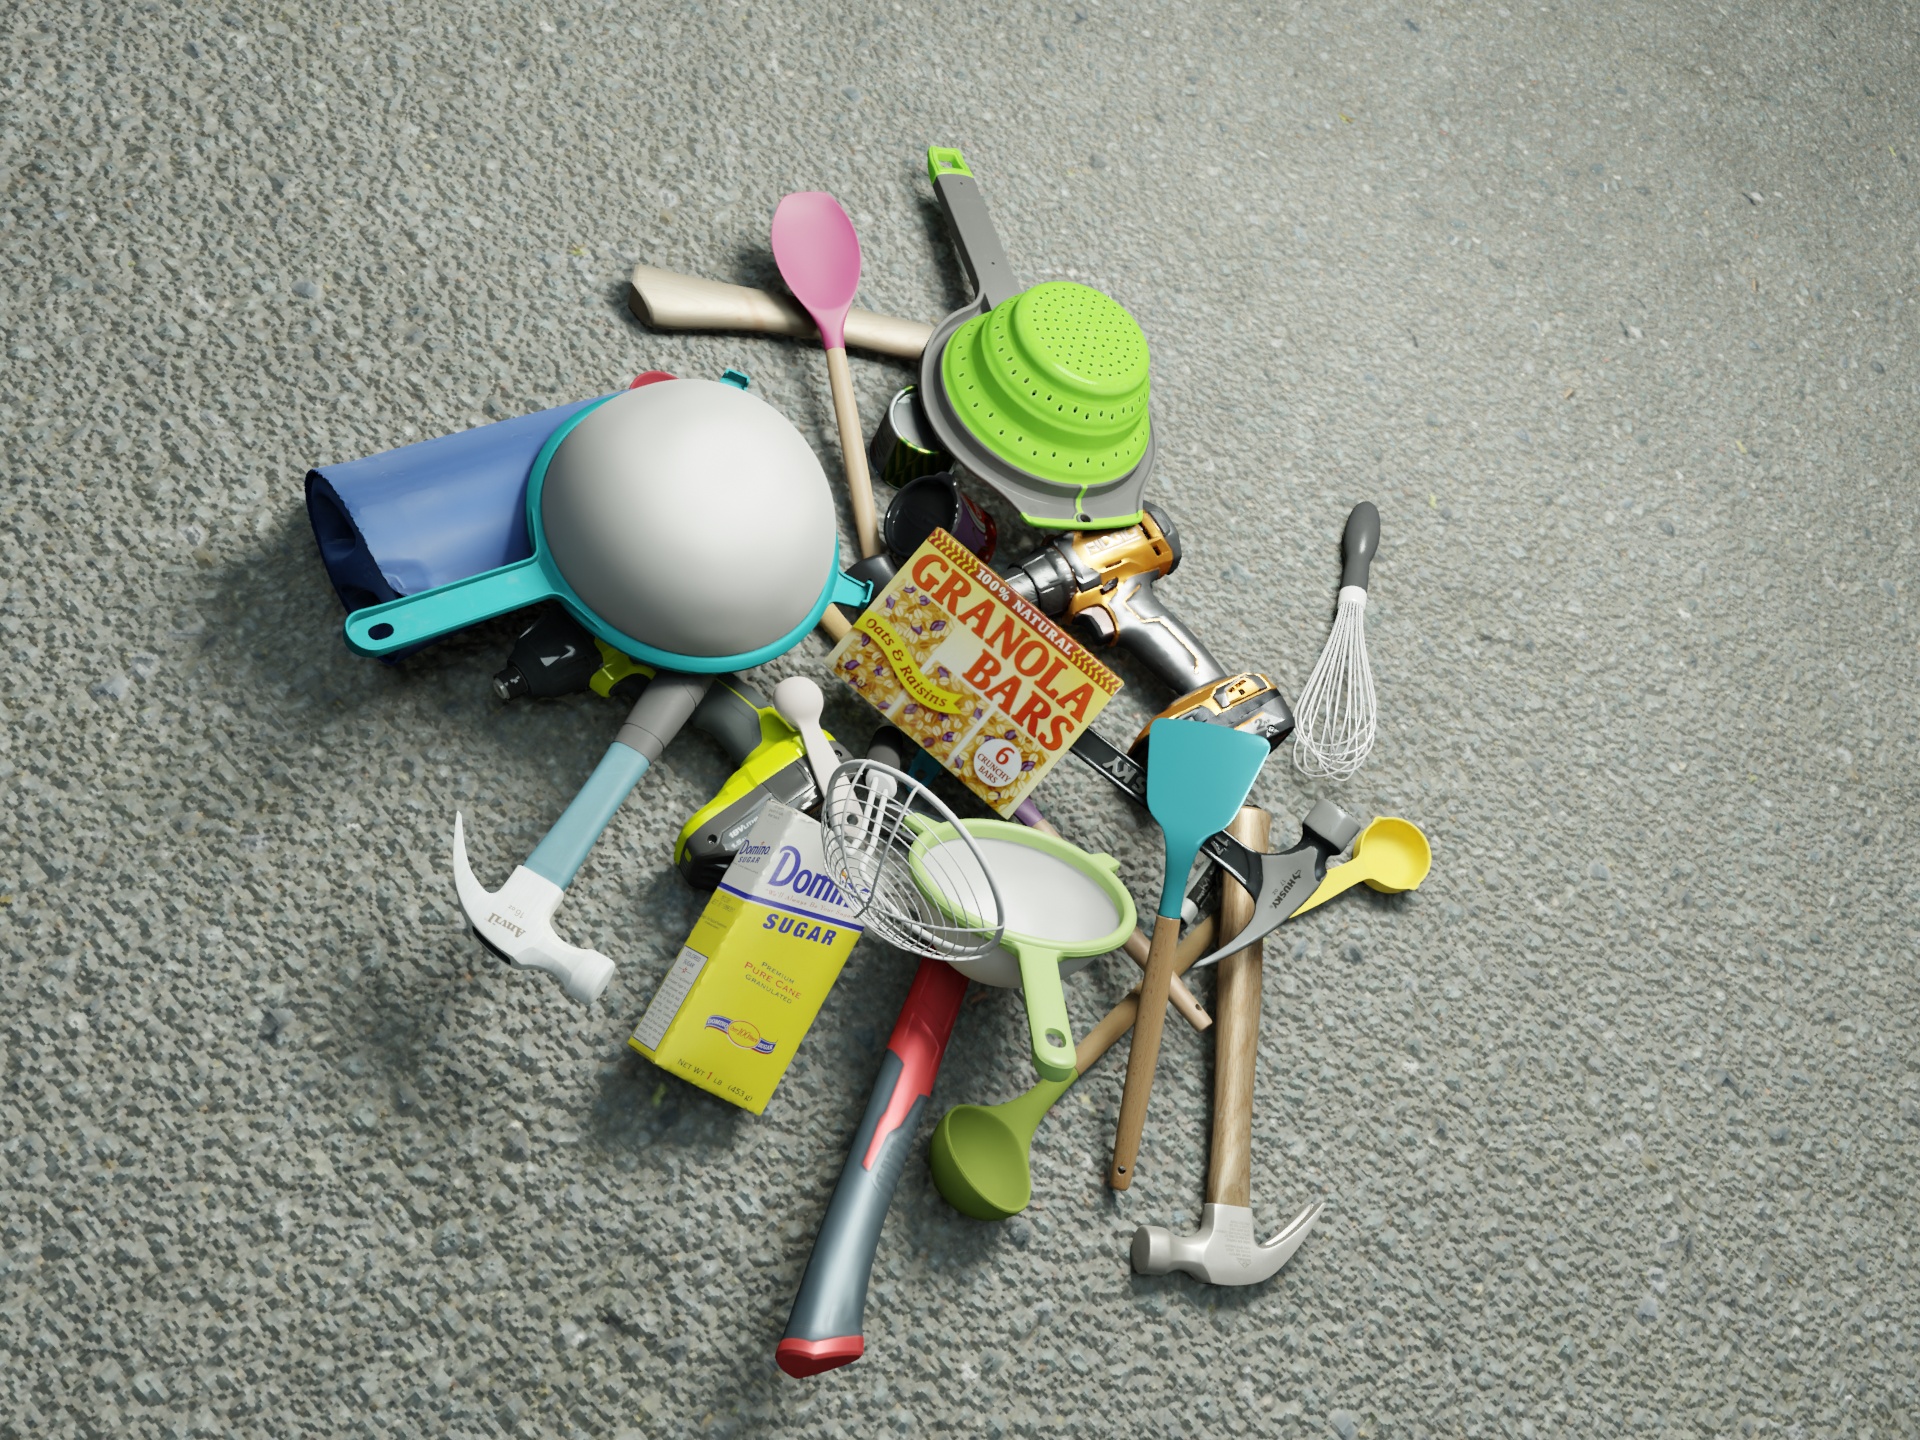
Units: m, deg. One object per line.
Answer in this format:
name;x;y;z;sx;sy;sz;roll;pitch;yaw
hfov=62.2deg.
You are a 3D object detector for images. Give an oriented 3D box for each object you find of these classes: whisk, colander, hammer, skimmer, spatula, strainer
whisk;0.314;-0.072;1.295;0.070;0.070;0.285;22;56;-8
colander;0.053;-0.335;1.249;0.204;0.094;0.397;-5;61;-27
hammer;0.196;0.222;1.113;0.130;0.031;0.331;12;70;-15
skimmer;-0.027;0.043;0.973;0.090;0.363;0.127;-30;102;8
hammer;-0.059;-0.318;1.289;0.410;0.038;0.146;9;63;-15
hammer;0.073;0.011;1.133;0.409;0.036;0.149;37;91;14
spatula;0.069;0.094;1.127;0.060;0.018;0.316;-21;65;-47
hammer;-0.201;0.012;1.008;0.128;0.033;0.331;29;59;2
strainer;-0.211;-0.120;0.981;0.340;0.095;0.211;-25;80;-34
strainer;0.036;0.152;0.977;0.151;0.069;0.257;13;25;-11
hammer;-0.048;0.216;0.994;0.143;0.038;0.387;27;45;-4
spatula;0.138;0.157;1.070;0.082;0.044;0.317;11;90;13

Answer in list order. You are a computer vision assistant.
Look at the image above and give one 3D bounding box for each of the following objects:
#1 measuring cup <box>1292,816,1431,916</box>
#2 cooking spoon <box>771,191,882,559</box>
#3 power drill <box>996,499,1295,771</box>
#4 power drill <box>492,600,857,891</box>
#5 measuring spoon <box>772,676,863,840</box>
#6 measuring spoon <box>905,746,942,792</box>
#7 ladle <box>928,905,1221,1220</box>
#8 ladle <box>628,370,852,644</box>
measuring cup;0.287;0.123;1.216;0.156;0.029;0.062;-22;75;-14
cooking spoon;-0.093;-0.261;1.228;0.068;0.017;0.319;-9;80;-14
power drill;0.123;-0.048;1.204;0.185;0.084;0.226;-24;72;-24
power drill;-0.191;-0.001;1.080;0.171;0.080;0.223;-35;77;-28
measuring spoon;-0.088;0.022;1.041;0.034;0.018;0.124;-15;68;-29
measuring spoon;-0.002;-0.004;1.130;0.042;0.021;0.128;33;100;4
ladle;0.097;0.219;1.086;0.320;0.062;0.078;-38;86;-31
ladle;-0.142;-0.132;1.181;0.315;0.031;0.069;50;52;5
